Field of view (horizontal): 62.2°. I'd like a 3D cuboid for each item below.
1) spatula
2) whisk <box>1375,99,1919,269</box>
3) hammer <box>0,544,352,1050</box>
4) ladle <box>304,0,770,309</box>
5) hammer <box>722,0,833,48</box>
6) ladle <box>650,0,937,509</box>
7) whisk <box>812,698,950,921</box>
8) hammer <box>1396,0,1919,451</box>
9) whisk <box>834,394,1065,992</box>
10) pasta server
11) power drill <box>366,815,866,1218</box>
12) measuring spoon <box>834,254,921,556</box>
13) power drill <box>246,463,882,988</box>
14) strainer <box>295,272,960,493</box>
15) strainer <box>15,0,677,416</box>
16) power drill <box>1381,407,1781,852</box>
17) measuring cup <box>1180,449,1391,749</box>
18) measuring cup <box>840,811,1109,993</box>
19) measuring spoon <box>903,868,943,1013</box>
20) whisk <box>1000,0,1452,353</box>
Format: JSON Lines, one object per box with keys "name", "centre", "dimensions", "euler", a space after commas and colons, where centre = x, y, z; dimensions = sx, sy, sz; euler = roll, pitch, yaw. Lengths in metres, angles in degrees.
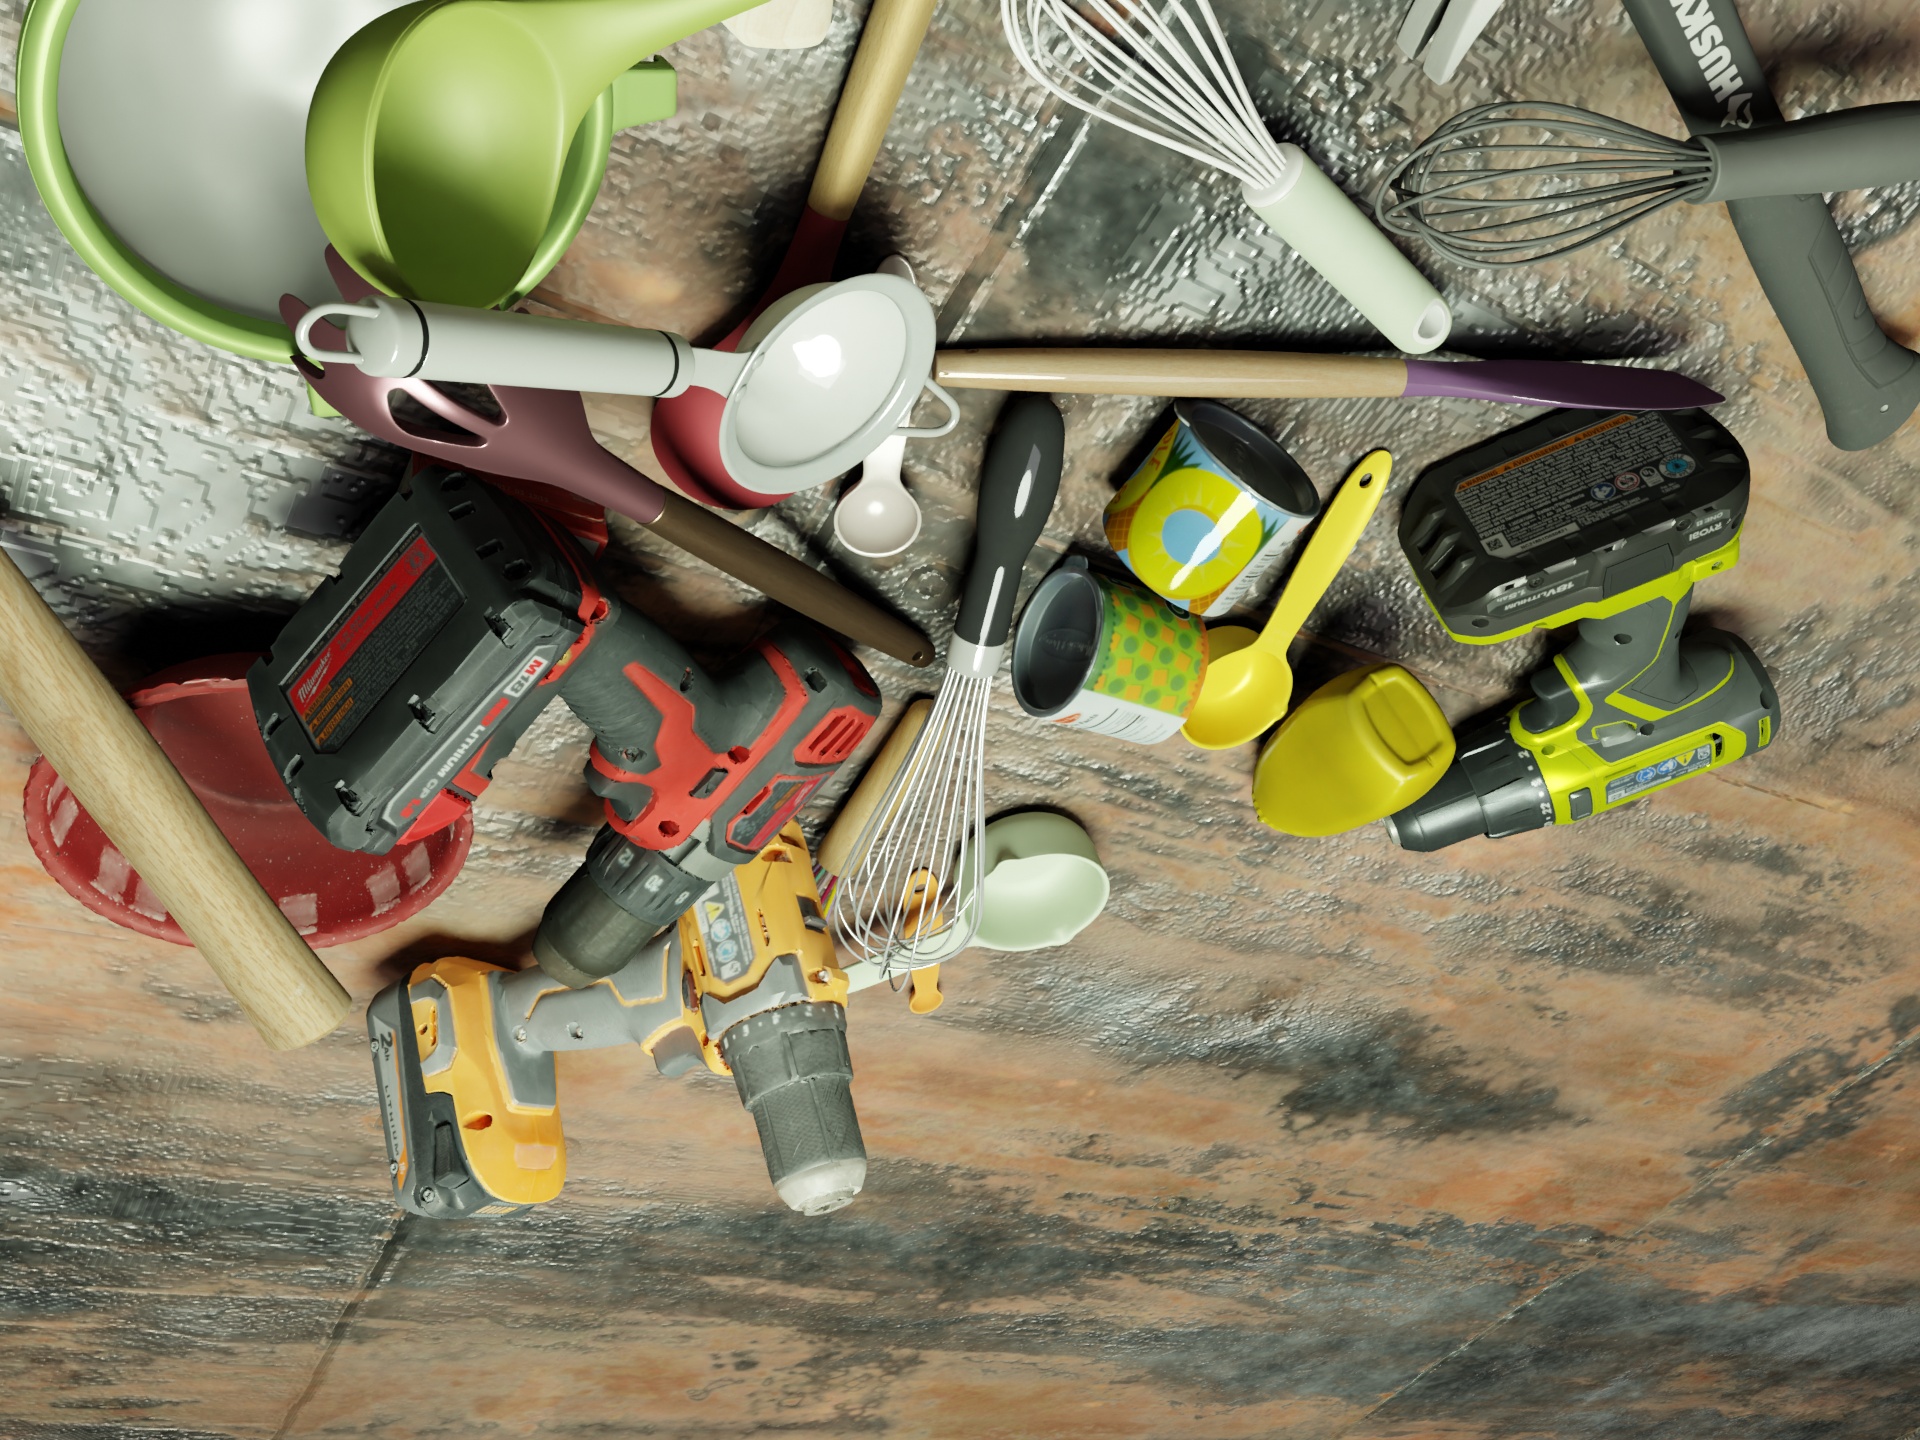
{"name": "spatula", "centre": [0.146, -0.132, 0.612], "dimensions": [0.316, 0.060, 0.018], "euler": [0, 118, -9]}
{"name": "whisk", "centre": [0.249, -0.188, 0.533], "dimensions": [0.239, 0.055, 0.055], "euler": [-11, 137, -14]}
{"name": "hammer", "centre": [-0.310, -0.014, 0.535], "dimensions": [0.130, 0.031, 0.331], "euler": [-20, 118, 6]}
{"name": "ladle", "centre": [-0.024, -0.204, 0.424], "dimensions": [0.320, 0.062, 0.078], "euler": [-30, 152, -9]}
{"name": "hammer", "centre": [-0.007, -0.353, 0.342], "dimensions": [0.146, 0.038, 0.410], "euler": [-1, 136, -17]}
{"name": "ladle", "centre": [-0.033, -0.188, 0.513], "dimensions": [0.069, 0.031, 0.315], "euler": [9, 130, -24]}
{"name": "whisk", "centre": [-0.074, 0.081, 0.771], "dimensions": [0.051, 0.047, 0.245], "euler": [7, 129, -39]}
{"name": "hammer", "centre": [0.290, -0.201, 0.589], "dimensions": [0.146, 0.035, 0.334], "euler": [-37, 133, 20]}
{"name": "whisk", "centre": [-0.001, -0.003, 0.669], "dimensions": [0.070, 0.070, 0.284], "euler": [3, 121, -20]}
{"name": "pasta server", "centre": [-0.096, -0.072, 0.562], "dimensions": [0.060, 0.040, 0.316], "euler": [-42, 150, 14]}
{"name": "power drill", "centre": [-0.150, 0.158, 0.721], "dimensions": [0.226, 0.185, 0.084], "euler": [-27, 155, 15]}
{"name": "measuring spoon", "centre": [-0.029, -0.118, 0.598], "dimensions": [0.034, 0.018, 0.124], "euler": [1, 128, -8]}
{"name": "power drill", "centre": [-0.149, 0.019, 0.602], "dimensions": [0.188, 0.080, 0.226], "euler": [-47, 149, 9]}
{"name": "strainer", "centre": [-0.083, -0.106, 0.465], "dimensions": [0.087, 0.050, 0.258], "euler": [-54, 160, 25]}
{"name": "strainer", "centre": [-0.204, -0.196, 0.398], "dimensions": [0.151, 0.069, 0.256], "euler": [-40, 145, 11]}
{"name": "power drill", "centre": [0.275, -0.027, 0.735], "dimensions": [0.190, 0.080, 0.228], "euler": [-22, 139, 8]}
{"name": "measuring cup", "centre": [0.142, -0.057, 0.708], "dimensions": [0.062, 0.029, 0.156], "euler": [13, 118, -31]}
{"name": "measuring cup", "centre": [-0.007, 0.097, 0.808], "dimensions": [0.167, 0.038, 0.083], "euler": [-24, 137, 12]}
{"name": "measuring spoon", "centre": [-0.021, 0.117, 0.845], "dimensions": [0.021, 0.011, 0.116], "euler": [-13, 134, -13]}
{"name": "whisk", "centre": [0.100, -0.189, 0.538], "dimensions": [0.246, 0.059, 0.058], "euler": [25, 104, -41]}
